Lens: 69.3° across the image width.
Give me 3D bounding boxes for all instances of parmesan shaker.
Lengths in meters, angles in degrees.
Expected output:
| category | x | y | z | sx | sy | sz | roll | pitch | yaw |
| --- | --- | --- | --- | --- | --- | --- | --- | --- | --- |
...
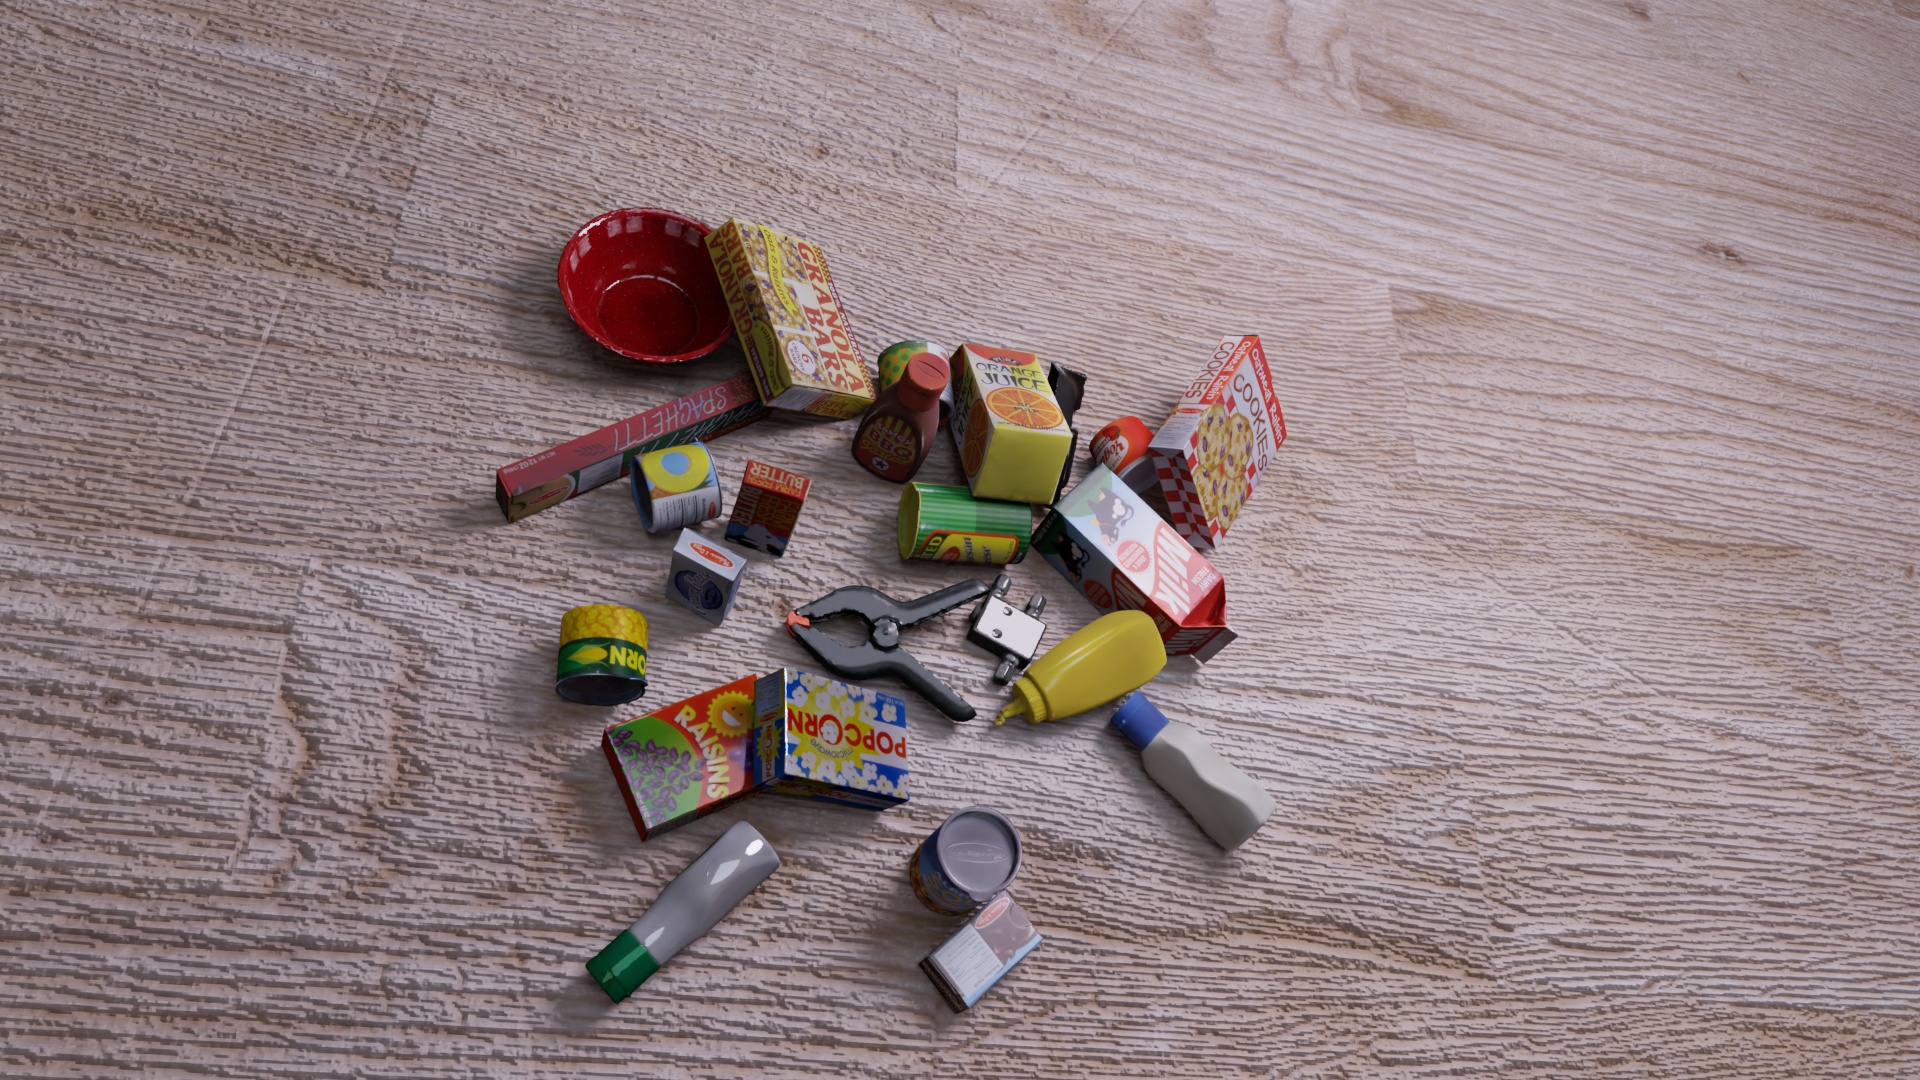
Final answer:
| category | x | y | z | sx | sy | sz | roll | pitch | yaw |
| --- | --- | --- | --- | --- | --- | --- | --- | --- | --- |
| parmesan shaker | 0.004 | -0.015 | 1.198 | 0.103 | 0.071 | 0.071 | 4 | 63 | -17 |

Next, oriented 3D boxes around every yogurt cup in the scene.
| category | x | y | z | sx | sy | sz | roll | pitch | yaw |
| --- | --- | --- | --- | --- | --- | --- | --- | --- | --- |
| yogurt cup | 0.155 | -0.079 | 1.288 | 0.072 | 0.072 | 0.054 | -19 | 63 | -26 |

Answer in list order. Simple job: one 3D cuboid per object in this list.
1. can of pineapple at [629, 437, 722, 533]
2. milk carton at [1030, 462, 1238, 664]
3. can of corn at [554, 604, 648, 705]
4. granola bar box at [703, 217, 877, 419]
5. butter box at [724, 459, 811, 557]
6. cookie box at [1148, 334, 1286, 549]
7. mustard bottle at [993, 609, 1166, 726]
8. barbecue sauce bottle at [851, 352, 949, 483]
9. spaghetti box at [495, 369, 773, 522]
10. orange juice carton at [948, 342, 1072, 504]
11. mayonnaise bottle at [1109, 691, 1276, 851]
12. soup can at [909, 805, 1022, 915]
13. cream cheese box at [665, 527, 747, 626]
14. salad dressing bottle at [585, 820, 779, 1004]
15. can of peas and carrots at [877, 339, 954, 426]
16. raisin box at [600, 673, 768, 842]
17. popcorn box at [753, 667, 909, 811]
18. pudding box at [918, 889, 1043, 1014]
| category | x | y | z | sx | sy | sz | roll | pitch | yaw |
| --- | --- | --- | --- | --- | --- | --- | --- | --- | --- |
| can of pineapple | -0.234 | -0.045 | 1.136 | 0.058 | 0.070 | 0.071 | -15 | 70 | -24 |
| milk carton | 0.160 | 0.031 | 1.226 | 0.190 | 0.072 | 0.074 | 44 | 59 | 7 |
| can of corn | -0.269 | 0.087 | 1.054 | 0.071 | 0.070 | 0.058 | 5 | 62 | -16 |
| granola bar box | -0.146 | -0.192 | 1.214 | 0.124 | 0.039 | 0.166 | 3 | 62 | -58 |
| butter box | -0.158 | -0.025 | 1.130 | 0.053 | 0.103 | 0.024 | 17 | 59 | -9 |
| cookie box | 0.244 | -0.094 | 1.296 | 0.040 | 0.122 | 0.168 | 9 | 48 | 38 |
| mustard bottle | 0.094 | 0.114 | 1.168 | 0.161 | 0.049 | 0.065 | -25 | 106 | -16 |
| barbecue sauce bottle | -0.047 | -0.106 | 1.183 | 0.065 | 0.147 | 0.044 | 30 | 58 | -2 |
| spaghetti box | -0.264 | -0.083 | 1.155 | 0.251 | 0.050 | 0.029 | -27 | 76 | -28 |
| orange juice carton | 0.036 | -0.116 | 1.237 | 0.072 | 0.072 | 0.193 | 6 | 34 | -16 |
| mayonnaise bottle | 0.191 | 0.189 | 1.162 | 0.148 | 0.064 | 0.041 | 44 | 46 | 11 |
| soup can | 0.003 | 0.247 | 1.054 | 0.071 | 0.083 | 0.071 | 8 | 62 | -15 |
| cream cheese box | -0.200 | 0.029 | 1.087 | 0.053 | 0.103 | 0.024 | 29 | 63 | -2 |
| salad dressing bottle | -0.198 | 0.265 | 0.993 | 0.044 | 0.064 | 0.148 | 42 | 66 | 18 |
| can of peas and carrots | -0.042 | -0.138 | 1.251 | 0.071 | 0.070 | 0.059 | 2 | 64 | -18 |
| raisin box | -0.198 | 0.163 | 1.056 | 0.124 | 0.040 | 0.086 | -19 | 70 | -27 |
| popcorn box | -0.097 | 0.154 | 1.065 | 0.126 | 0.038 | 0.085 | 21 | 54 | -40 |
| pudding box | 0.016 | 0.313 | 1.056 | 0.084 | 0.030 | 0.050 | -34 | 77 | -30 |
